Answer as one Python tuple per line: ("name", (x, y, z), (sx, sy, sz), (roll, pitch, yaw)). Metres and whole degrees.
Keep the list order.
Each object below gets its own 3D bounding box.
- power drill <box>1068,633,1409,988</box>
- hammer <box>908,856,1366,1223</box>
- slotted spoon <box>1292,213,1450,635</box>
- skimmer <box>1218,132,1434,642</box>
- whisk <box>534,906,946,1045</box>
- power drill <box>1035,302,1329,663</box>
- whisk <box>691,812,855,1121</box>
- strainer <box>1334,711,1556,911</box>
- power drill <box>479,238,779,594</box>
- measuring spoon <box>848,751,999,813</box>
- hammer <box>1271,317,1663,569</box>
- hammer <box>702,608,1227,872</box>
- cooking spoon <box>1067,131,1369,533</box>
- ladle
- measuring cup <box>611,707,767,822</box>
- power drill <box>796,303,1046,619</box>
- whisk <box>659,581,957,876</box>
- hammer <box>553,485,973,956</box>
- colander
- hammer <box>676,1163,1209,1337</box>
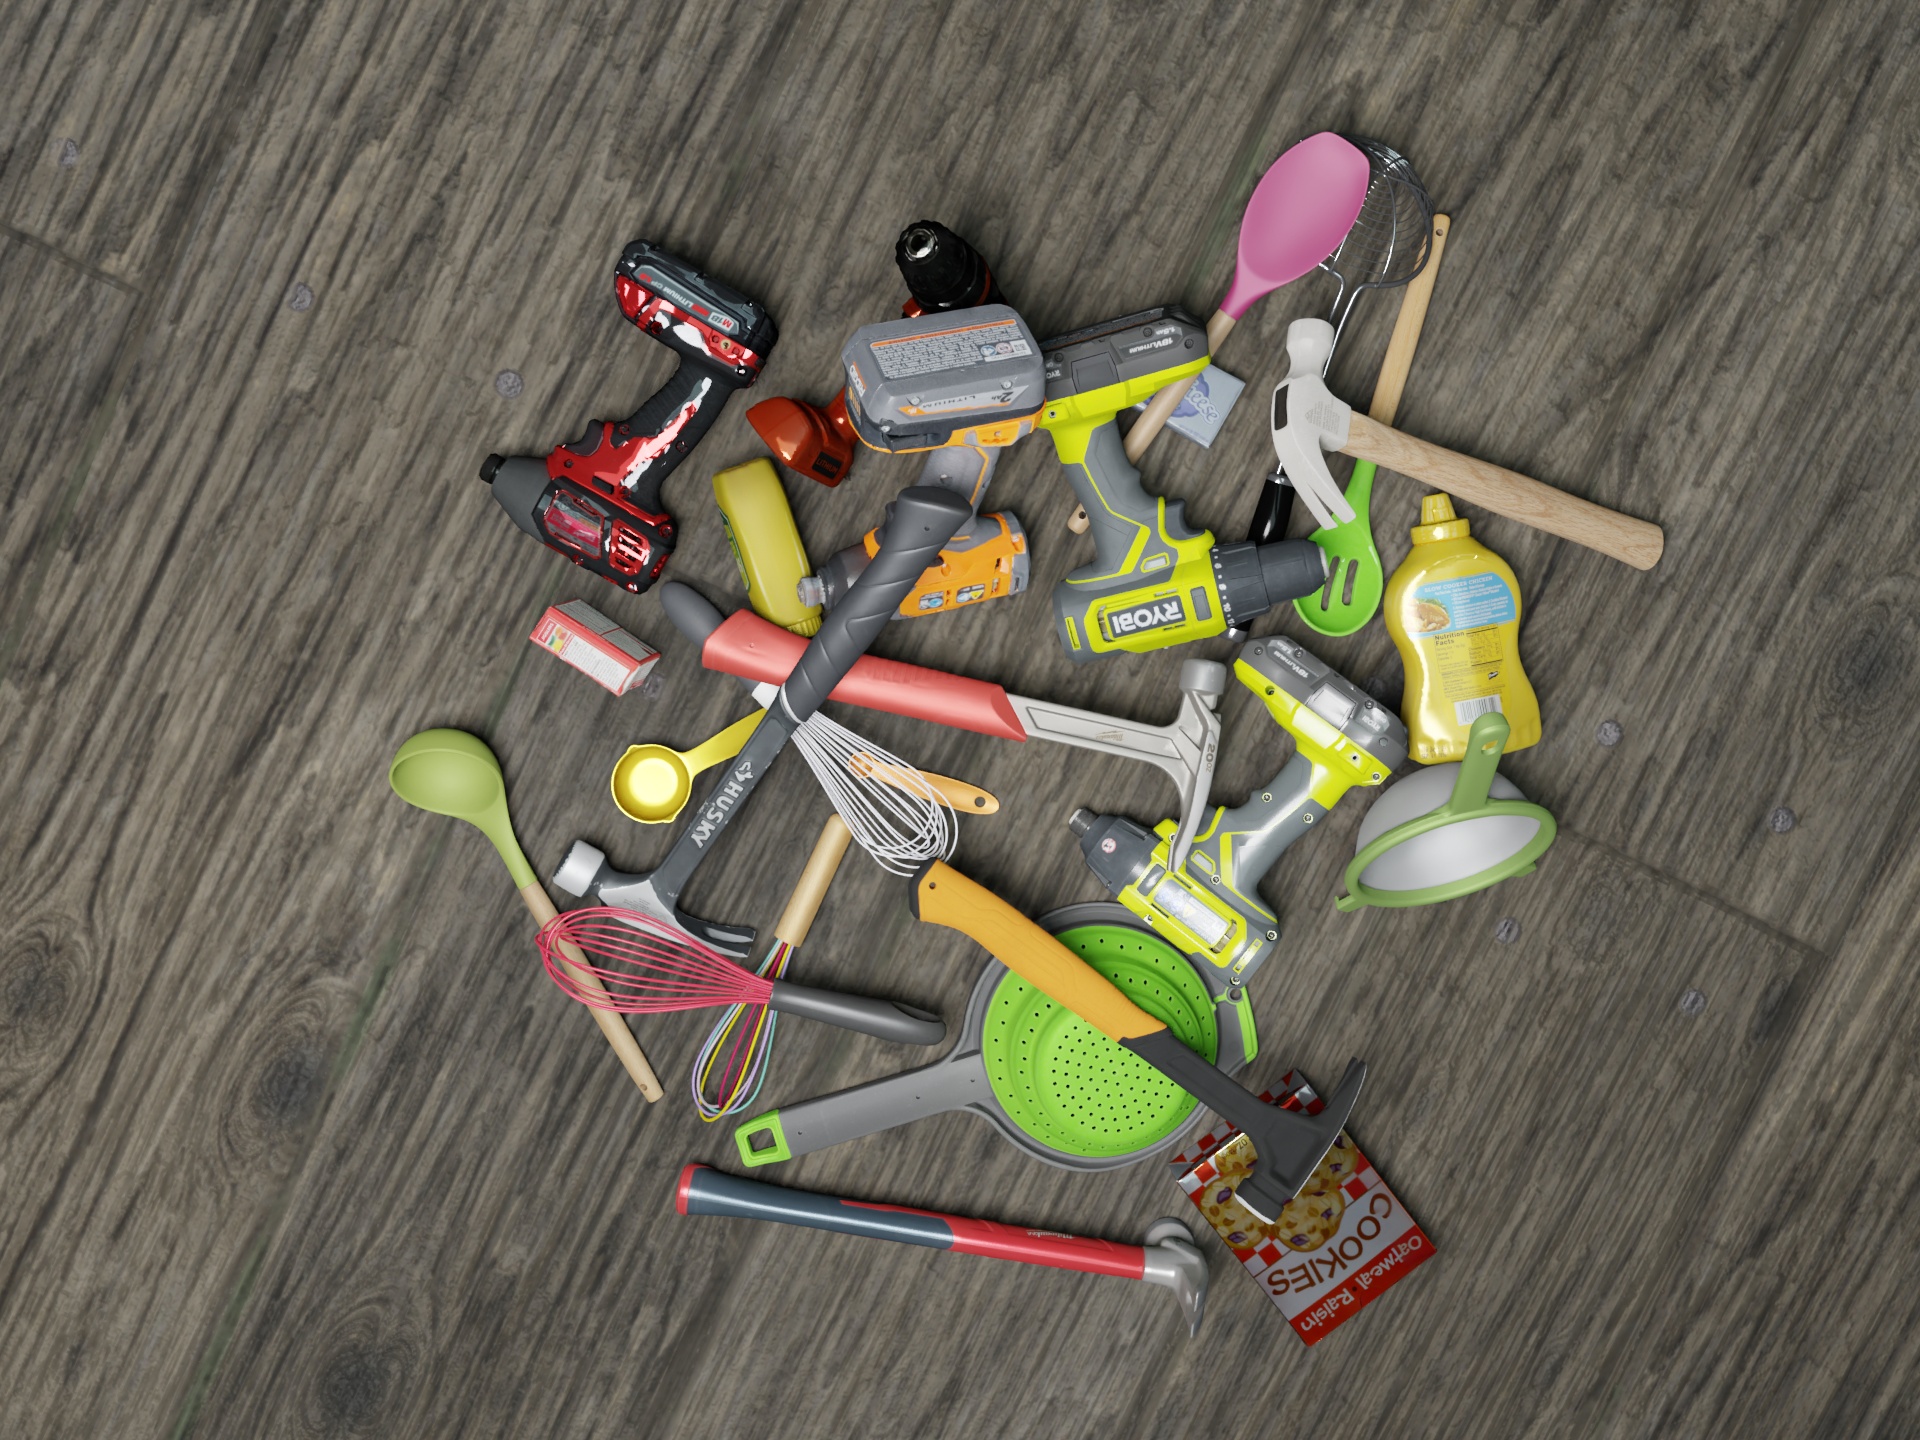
("power drill", (0.199, 0.055, 1.143), (0.171, 0.080, 0.223), (38, 95, 14))
("hammer", (0.111, 0.195, 1.086), (0.337, 0.034, 0.127), (35, 87, 2))
("slotted spoon", (0.305, -0.214, 1.156), (0.070, 0.031, 0.314), (16, 92, -4))
("skimmer", (0.242, -0.237, 1.149), (0.127, 0.090, 0.363), (12, 105, -14))
("whisk", (-0.152, 0.188, 1.118), (0.295, 0.073, 0.073), (14, 95, -8))
("power drill", (0.140, -0.162, 1.096), (0.190, 0.080, 0.228), (-13, 110, 13))
("whisk", (-0.134, 0.183, 1.166), (0.051, 0.047, 0.245), (25, 90, -3))
("strainer", (0.337, 0.046, 1.099), (0.151, 0.256, 0.069), (-12, 58, 0))
("power drill", (-0.232, -0.213, 1.110), (0.143, 0.078, 0.219), (29, 96, -4))
("measuring spoon", (-0.027, 0.047, 1.175), (0.117, 0.011, 0.021), (18, 95, -7))
("hammer", (0.360, -0.166, 1.113), (0.331, 0.031, 0.130), (16, 76, -20))
("hammer", (-0.002, -0.004, 1.099), (0.359, 0.036, 0.149), (12, 88, -1))
("cooking spoon", (0.170, -0.261, 1.108), (0.069, 0.017, 0.319), (37, 109, 2))
("ladle", (-0.305, 0.146, 1.149), (0.078, 0.062, 0.320), (-25, 100, 24))
("measuring cup", (-0.181, 0.023, 1.162), (0.156, 0.029, 0.062), (-28, 93, -12))
("power drill", (-0.029, -0.154, 1.051), (0.164, 0.226, 0.084), (-13, 55, -14))
("whisk", (-0.113, 0.003, 1.135), (0.284, 0.070, 0.070), (44, 92, 5))
("hammer", (-0.118, 0.006, 1.069), (0.149, 0.036, 0.408), (32, 117, -13))
("colander", (0.027, 0.264, 1.152), (0.397, 0.094, 0.204), (-17, 96, -1))
("hammer", (-0.016, 0.374, 1.149), (0.386, 0.143, 0.038), (9, 92, 1))
